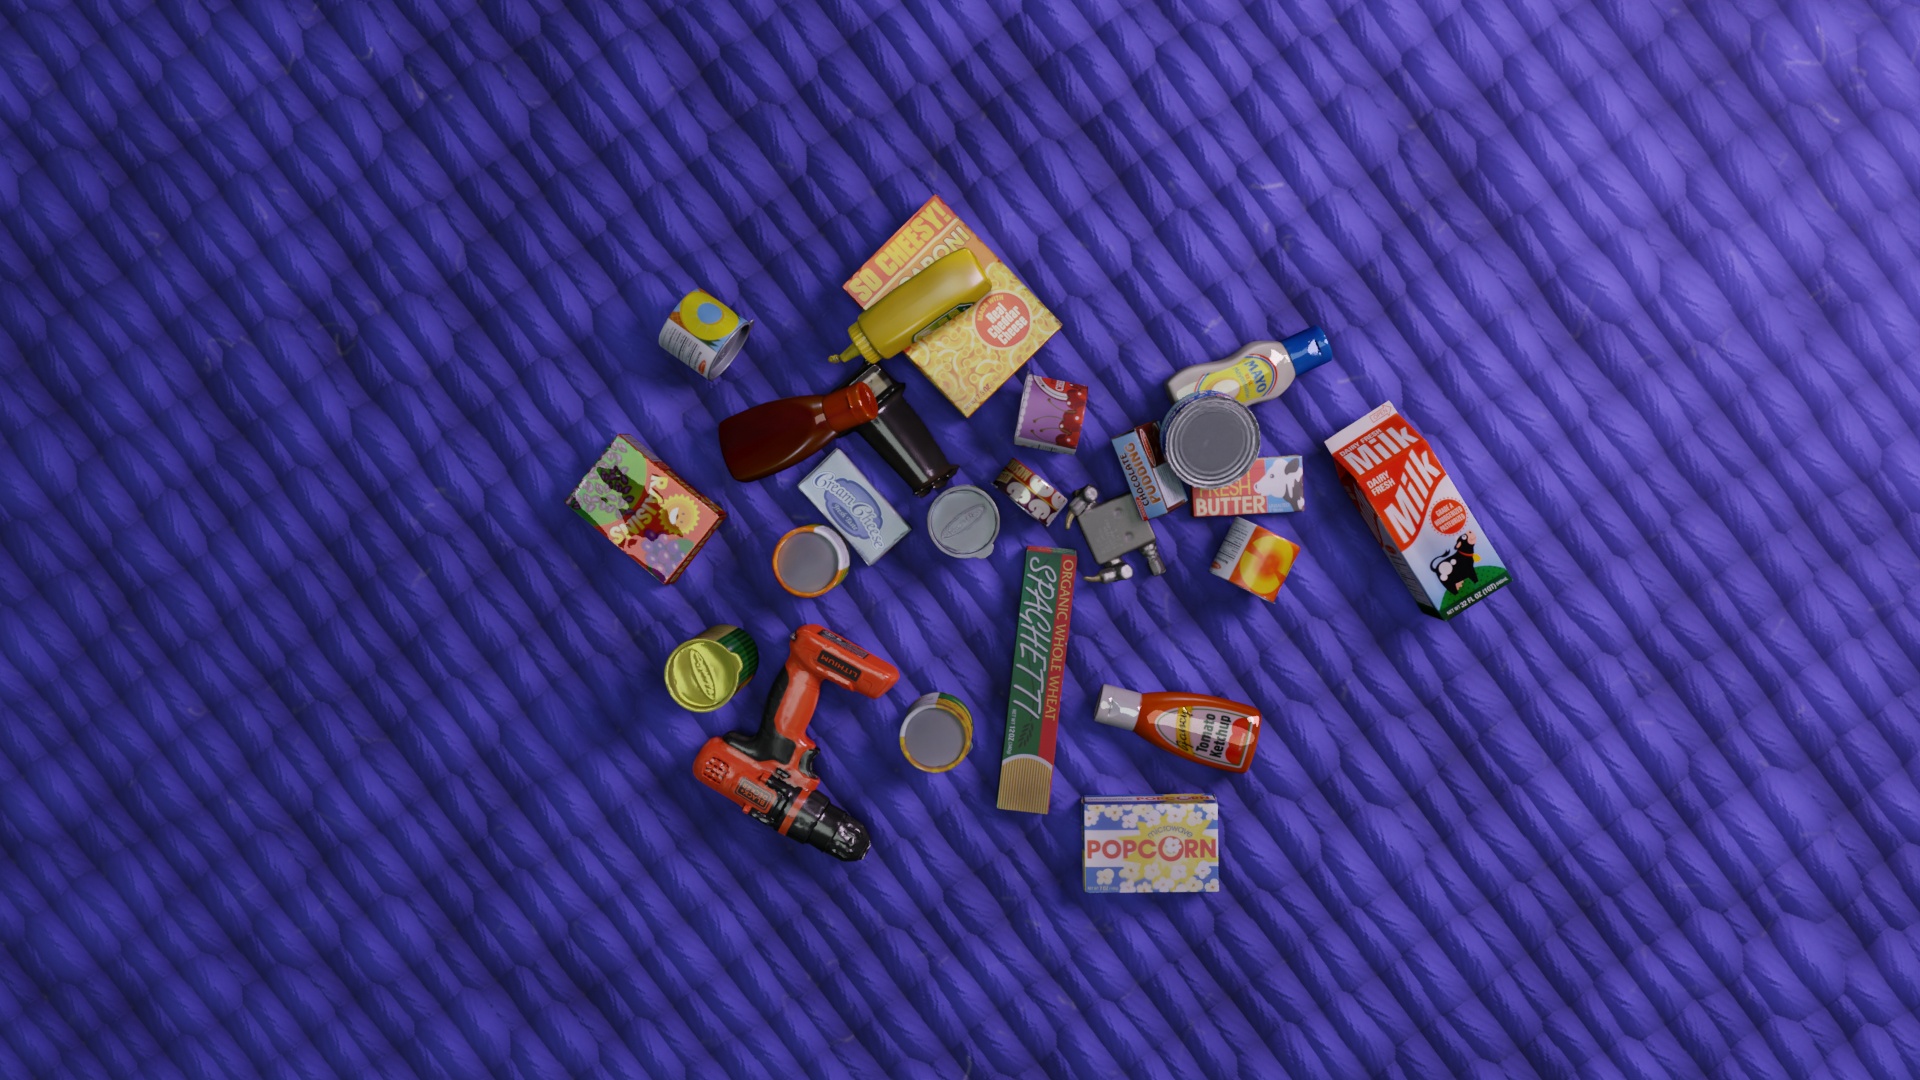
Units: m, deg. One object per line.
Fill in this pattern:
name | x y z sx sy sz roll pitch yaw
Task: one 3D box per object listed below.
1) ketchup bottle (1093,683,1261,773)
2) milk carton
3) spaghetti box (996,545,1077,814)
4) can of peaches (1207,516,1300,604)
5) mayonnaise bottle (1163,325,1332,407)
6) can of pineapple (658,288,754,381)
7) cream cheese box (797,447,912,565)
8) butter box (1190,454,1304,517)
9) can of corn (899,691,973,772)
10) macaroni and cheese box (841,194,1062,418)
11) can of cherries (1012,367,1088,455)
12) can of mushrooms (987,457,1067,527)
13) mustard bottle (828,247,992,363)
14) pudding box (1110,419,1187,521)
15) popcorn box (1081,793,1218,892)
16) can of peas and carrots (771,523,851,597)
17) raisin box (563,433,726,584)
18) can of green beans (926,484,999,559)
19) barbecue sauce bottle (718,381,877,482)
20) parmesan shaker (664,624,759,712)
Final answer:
ketchup bottle | 0.200 0.168 1.289 0.149 0.043 0.064 14 94 2
milk carton | 0.409 -0.028 1.256 0.072 0.073 0.190 -33 91 4
spaghetti box | 0.071 0.130 1.299 0.050 0.029 0.249 6 93 1
can of peaches | 0.270 0.018 1.268 0.071 0.071 0.058 26 93 1
mayonnaise bottle | 0.265 -0.150 1.271 0.148 0.041 0.064 -25 97 4
can of pineapple | -0.234 -0.191 1.278 0.058 0.071 0.071 35 94 0
cream cheese box | -0.099 -0.031 1.300 0.053 0.024 0.104 -42 91 3
butter box | 0.264 -0.050 1.285 0.103 0.024 0.053 -4 92 2
can of corn | -0.020 0.180 1.290 0.071 0.058 0.071 0 93 3
macaroni and cheese box | -0.007 -0.214 1.280 0.123 0.040 0.166 -44 91 4
can of cherries | 0.083 -0.117 1.267 0.058 0.071 0.071 12 94 2
can of mushrooms | 0.062 -0.045 1.271 0.071 0.071 0.033 38 93 0
mustard bottle | -0.048 -0.199 1.232 0.160 0.065 0.049 -32 88 11
pudding box | 0.174 -0.065 1.273 0.030 0.050 0.083 -19 93 37
popcorn box | 0.177 0.282 1.297 0.127 0.038 0.085 -1 92 2
can of peas and carrots | -0.140 0.020 1.287 0.071 0.059 0.071 0 93 3
raisin box | -0.294 -0.029 1.301 0.123 0.040 0.086 39 93 1
can of green beans | 0.004 -0.018 1.280 0.071 0.058 0.071 0 93 2
barbecue sauce bottle | -0.148 -0.104 1.267 0.148 0.044 0.065 -19 83 22
parmesan shaker | -0.223 0.115 1.273 0.071 0.103 0.071 0 94 3
